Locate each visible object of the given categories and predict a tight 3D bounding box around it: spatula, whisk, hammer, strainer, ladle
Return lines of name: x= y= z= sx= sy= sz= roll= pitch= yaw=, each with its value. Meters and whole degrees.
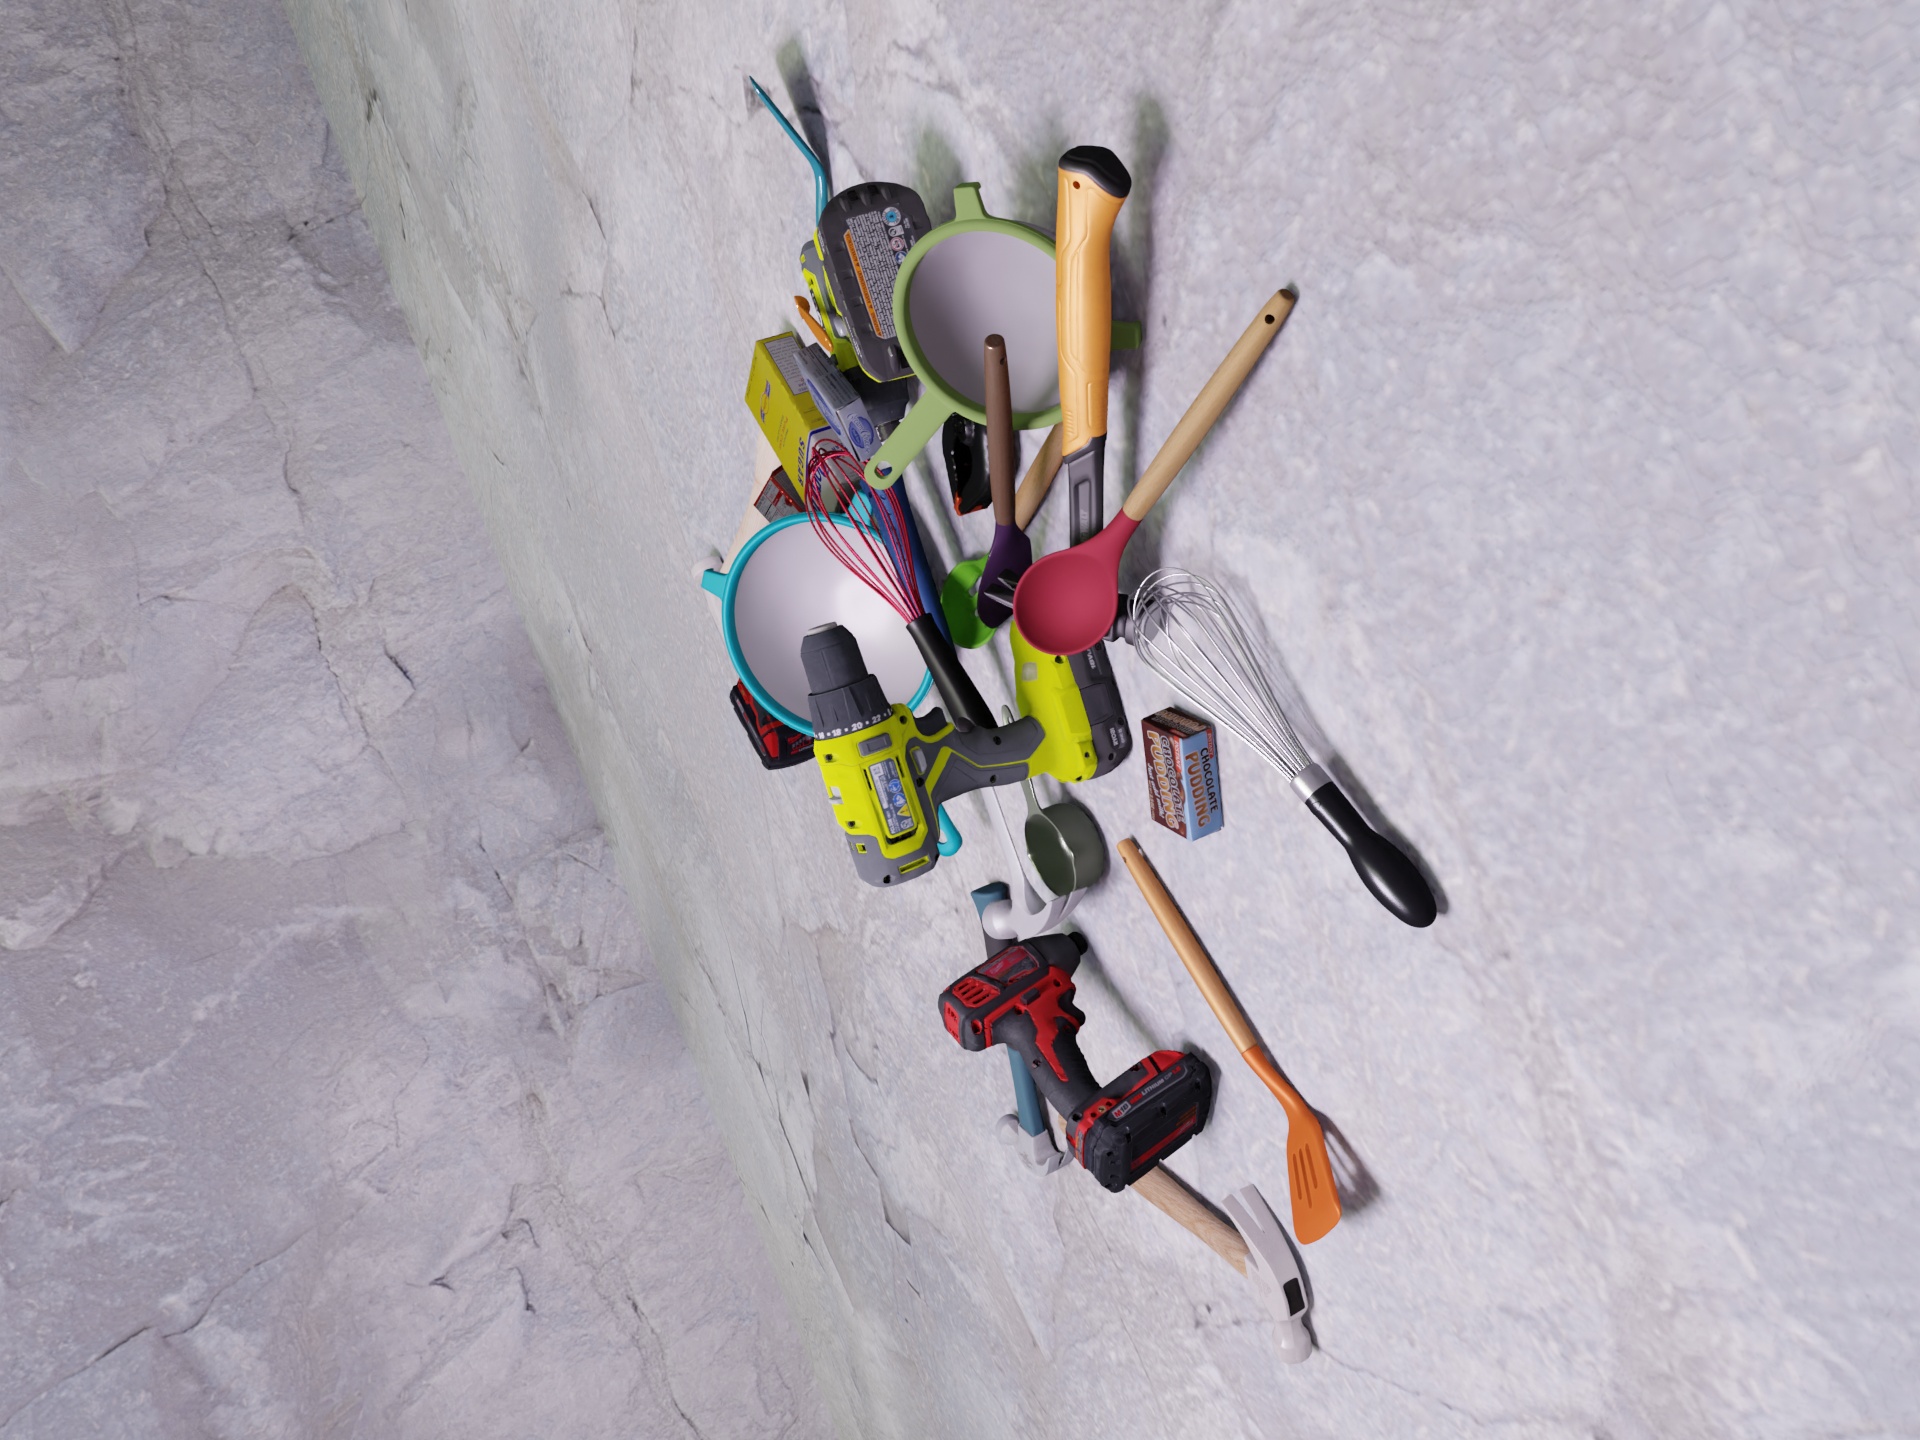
spatula: x=0.194 y=0.226 z=1.180 sx=0.323 sy=0.041 sz=0.081 roll=60 pitch=156 yaw=23
whisk: x=0.197 y=0.016 z=0.990 sx=0.285 sy=0.070 sz=0.070 roll=54 pitch=152 yaw=23
hammer: x=0.052 y=0.304 z=1.557 sx=0.128 sy=0.033 sz=0.330 roll=29 pitch=134 yaw=57
spatula: x=-0.120 y=-0.384 z=1.351 sx=0.082 sy=0.044 sz=0.317 roll=-106 pitch=4 yaw=-66
hammer: x=0.181 y=0.410 z=1.370 sx=0.331 sy=0.031 sz=0.130 roll=25 pitch=131 yaw=58
hammer: x=-0.223 y=-0.196 z=1.736 sx=0.146 sy=0.038 sz=0.410 roll=62 pitch=155 yaw=12
hammer: x=0.001 y=-0.015 z=1.313 sx=0.144 sy=0.035 sz=0.405 roll=-22 pitch=87 yaw=64
hammer: x=0.073 y=-0.200 z=1.022 sx=0.127 sy=0.034 sz=0.336 roll=19 pitch=135 yaw=24
strainer: x=0.009 y=-0.249 z=1.094 sx=0.151 sy=0.069 sz=0.256 roll=38 pitch=138 yaw=-8
ladle: x=0.118 y=-0.146 z=0.987 sx=0.069 sy=0.031 sz=0.315 roll=33 pitch=137 yaw=-2
spatula: x=0.029 y=-0.157 z=1.118 sx=0.018 sy=0.060 sz=0.315 roll=41 pitch=160 yaw=23
whisk: x=-0.043 y=-0.096 z=1.262 sx=0.296 sy=0.073 sz=0.073 roll=61 pitch=155 yaw=7
strainer: x=-0.073 y=-0.039 z=1.453 sx=0.211 sy=0.095 sz=0.340 roll=-23 pitch=101 yaw=26

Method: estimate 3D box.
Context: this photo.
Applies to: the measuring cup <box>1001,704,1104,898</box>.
measuring cup: x=0.074 y=0.062 z=1.309 sx=0.083 sy=0.038 sz=0.167 roll=-14 pitch=94 yaw=66

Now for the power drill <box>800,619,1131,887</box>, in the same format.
power drill: x=-0.002 y=-0.004 z=1.175 sx=0.080 sy=0.228 sz=0.190 roll=1 pitch=110 yaw=65

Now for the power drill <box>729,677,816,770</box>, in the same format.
power drill: x=-0.168 y=-0.031 z=1.708 sx=0.188 sy=0.080 sz=0.226 roll=60 pitch=152 yaw=19

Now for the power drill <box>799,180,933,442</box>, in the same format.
power drill: x=-0.066 y=-0.308 z=1.221 sx=0.223 sy=0.080 sz=0.171 roll=-170 pitch=62 yaw=-80

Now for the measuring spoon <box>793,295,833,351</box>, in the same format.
measuring spoon: x=-0.113 y=-0.314 z=1.256 sx=0.117 sy=0.011 sz=0.021 roll=-122 pitch=11 yaw=-55

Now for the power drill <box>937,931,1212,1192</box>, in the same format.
power drill: x=0.098 y=0.266 z=1.311 sx=0.220 sy=0.143 sz=0.078 roll=41 pitch=148 yaw=37

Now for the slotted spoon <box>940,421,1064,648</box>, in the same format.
slotted spoon: x=0.042 y=-0.149 z=1.218 sx=0.070 sy=0.031 sz=0.313 roll=61 pitch=153 yaw=17
